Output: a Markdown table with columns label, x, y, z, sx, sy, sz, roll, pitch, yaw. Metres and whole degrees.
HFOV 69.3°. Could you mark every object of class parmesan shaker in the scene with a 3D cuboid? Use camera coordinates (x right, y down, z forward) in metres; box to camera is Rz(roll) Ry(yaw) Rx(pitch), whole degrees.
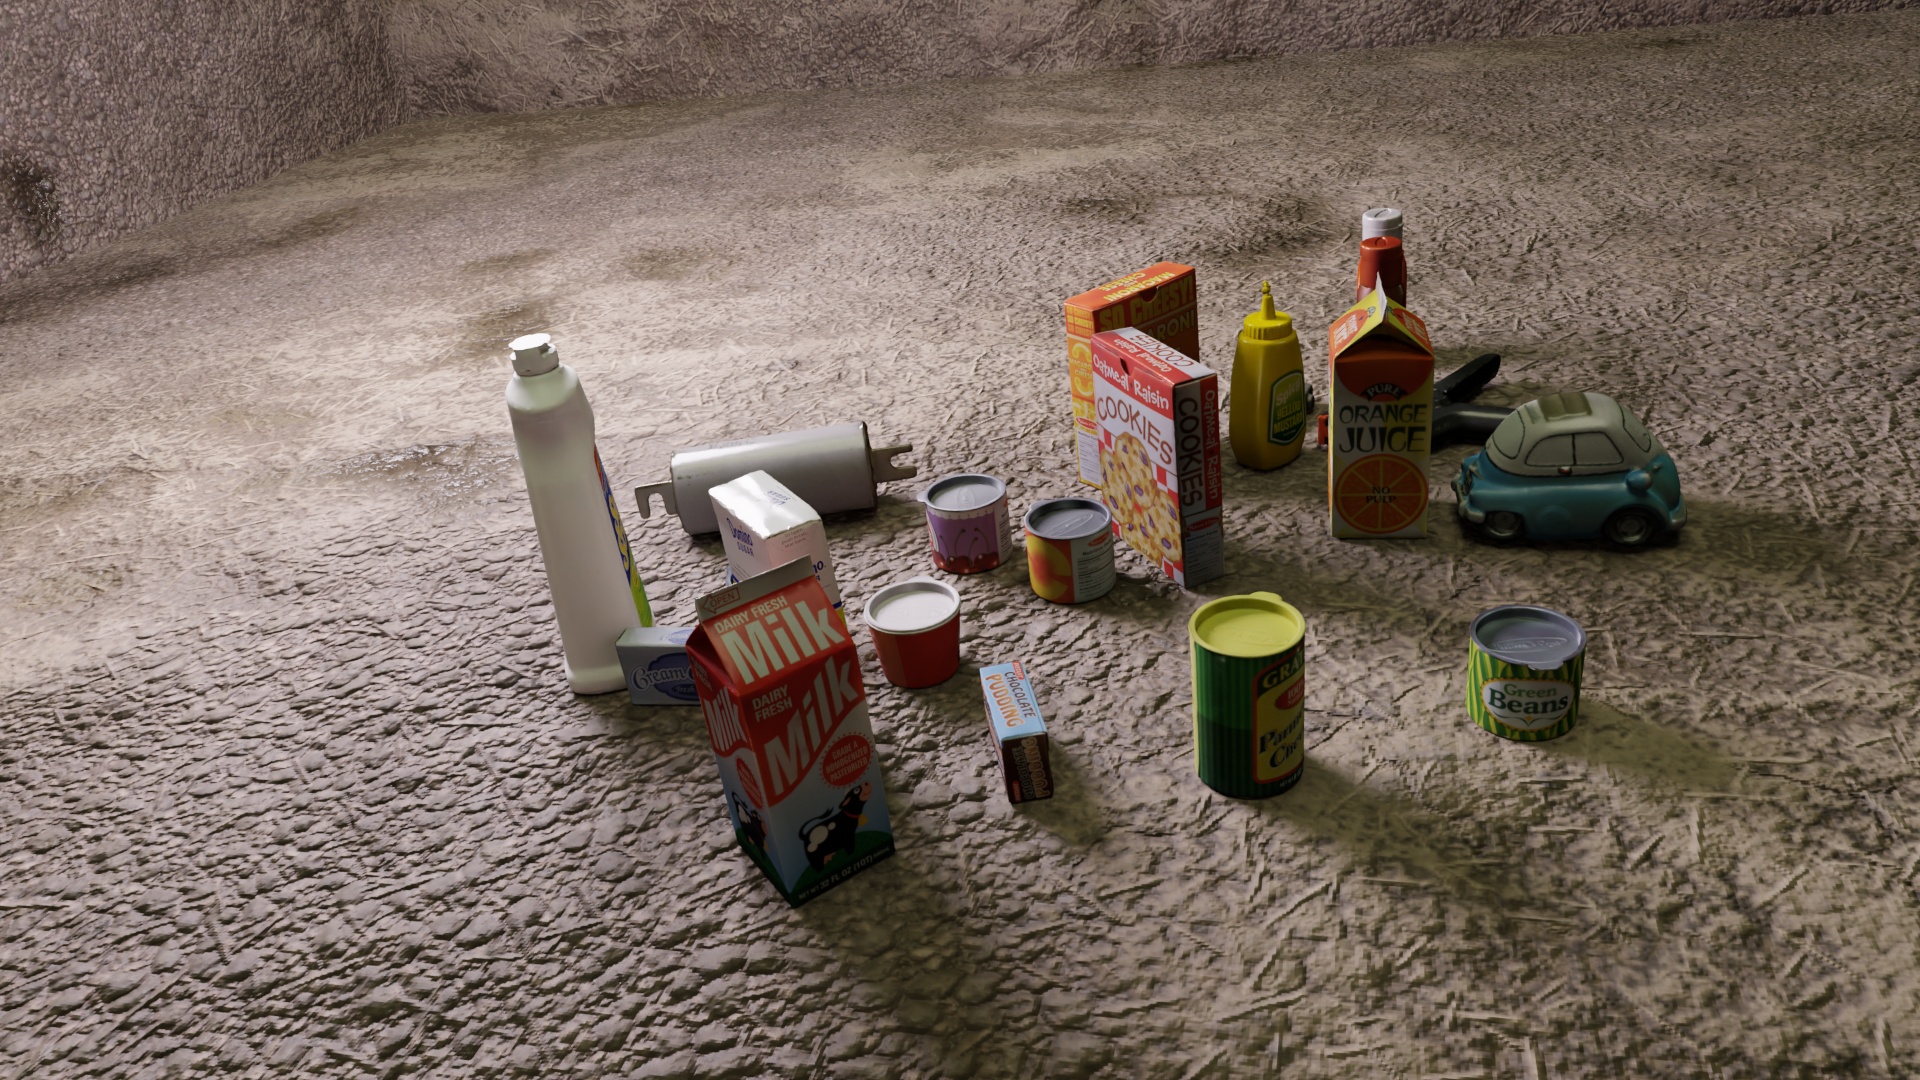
| label | x | y | z | sx | sy | sz | roll | pitch | yaw |
| --- | --- | --- | --- | --- | --- | --- | --- | --- | --- |
| parmesan shaker | 0.172 | 0.092 | 0.825 | 0.071 | 0.102 | 0.071 | -6 | 28 | 3 |

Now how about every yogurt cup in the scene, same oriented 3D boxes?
| label | x | y | z | sx | sy | sz | roll | pitch | yaw |
| --- | --- | --- | --- | --- | --- | --- | --- | --- | --- |
| yogurt cup | -0.030 | 0.067 | 0.972 | 0.072 | 0.053 | 0.073 | -6 | 28 | 3 |

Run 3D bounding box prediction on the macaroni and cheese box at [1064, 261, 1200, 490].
| label | x | y | z | sx | sy | sz | roll | pitch | yaw |
| --- | --- | --- | --- | --- | --- | --- | --- | --- | --- |
| macaroni and cheese box | 0.152 | -0.141 | 1.193 | 0.124 | 0.165 | 0.040 | -26 | 33 | -31 |

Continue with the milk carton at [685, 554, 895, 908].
| label | x | y | z | sx | sy | sz | roll | pitch | yaw |
| --- | --- | --- | --- | --- | --- | --- | --- | --- | --- |
| milk carton | -0.098 | 0.102 | 0.780 | 0.072 | 0.189 | 0.073 | -23 | 32 | -27 |

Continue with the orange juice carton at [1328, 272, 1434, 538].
| label | x | y | z | sx | sy | sz | roll | pitch | yaw |
| --- | --- | --- | --- | --- | --- | --- | --- | --- | --- |
| orange juice carton | 0.317 | -0.101 | 1.052 | 0.073 | 0.191 | 0.072 | -1 | 29 | 13 |

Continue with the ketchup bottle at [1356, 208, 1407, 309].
| label | x | y | z | sx | sy | sz | roll | pitch | yaw |
| --- | --- | --- | --- | --- | --- | --- | --- | --- | --- |
| ketchup bottle | 0.406 | -0.243 | 1.338 | 0.043 | 0.148 | 0.065 | 14 | 35 | 35 |

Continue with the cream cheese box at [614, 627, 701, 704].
| label | x | y | z | sx | sy | sz | roll | pitch | yaw |
| --- | --- | --- | --- | --- | --- | --- | --- | --- | --- |
| cream cheese box | -0.185 | 0.088 | 0.970 | 0.104 | 0.053 | 0.024 | -1 | 29 | 12 |

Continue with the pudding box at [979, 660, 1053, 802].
| label | x | y | z | sx | sy | sz | roll | pitch | yaw |
| --- | --- | --- | --- | --- | --- | --- | --- | --- | --- |
| pudding box | 0.035 | 0.118 | 0.866 | 0.030 | 0.049 | 0.084 | -10 | 28 | -4 |

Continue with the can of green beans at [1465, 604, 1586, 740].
| label | x | y | z | sx | sy | sz | roll | pitch | yaw |
| --- | --- | --- | --- | --- | --- | --- | --- | --- | --- |
| can of green beans | 0.345 | 0.081 | 0.851 | 0.071 | 0.057 | 0.071 | -6 | 28 | 3 |

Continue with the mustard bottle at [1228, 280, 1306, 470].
| label | x | y | z | sx | sy | sz | roll | pitch | yaw |
| --- | --- | --- | --- | --- | --- | --- | --- | --- | --- |
| mustard bottle | 0.259 | -0.140 | 1.172 | 0.065 | 0.159 | 0.049 | -26 | 33 | -30 |

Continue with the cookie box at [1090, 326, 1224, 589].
| label | x | y | z | sx | sy | sz | roll | pitch | yaw |
| --- | --- | --- | --- | --- | --- | --- | --- | --- | --- |
| cookie box | 0.148 | -0.065 | 1.052 | 0.040 | 0.166 | 0.123 | -18 | 30 | -18 |

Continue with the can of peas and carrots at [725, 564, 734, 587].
| label | x | y | z | sx | sy | sz | roll | pitch | yaw |
| --- | --- | --- | --- | --- | --- | --- | --- | --- | --- |
| can of peas and carrots | -0.138 | 0.048 | 1.027 | 0.071 | 0.058 | 0.071 | -6 | 28 | 3 |

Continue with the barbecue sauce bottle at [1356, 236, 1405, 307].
| label | x | y | z | sx | sy | sz | roll | pitch | yaw |
| --- | --- | --- | --- | --- | --- | --- | --- | --- | --- |
| barbecue sauce bottle | 0.382 | -0.200 | 1.265 | 0.043 | 0.147 | 0.065 | 3 | 30 | 19 |

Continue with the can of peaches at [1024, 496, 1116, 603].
| label | x | y | z | sx | sy | sz | roll | pitch | yaw |
| --- | --- | --- | --- | --- | --- | --- | --- | --- | --- |
| can of peaches | 0.082 | 0.007 | 1.051 | 0.071 | 0.057 | 0.071 | -6 | 28 | 3 |

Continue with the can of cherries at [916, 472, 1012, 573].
| label | x | y | z | sx | sy | sz | roll | pitch | yaw |
| --- | --- | --- | --- | --- | --- | --- | --- | --- | --- |
| can of cherries | 0.004 | -0.014 | 1.107 | 0.071 | 0.058 | 0.072 | -6 | 28 | 3 |
